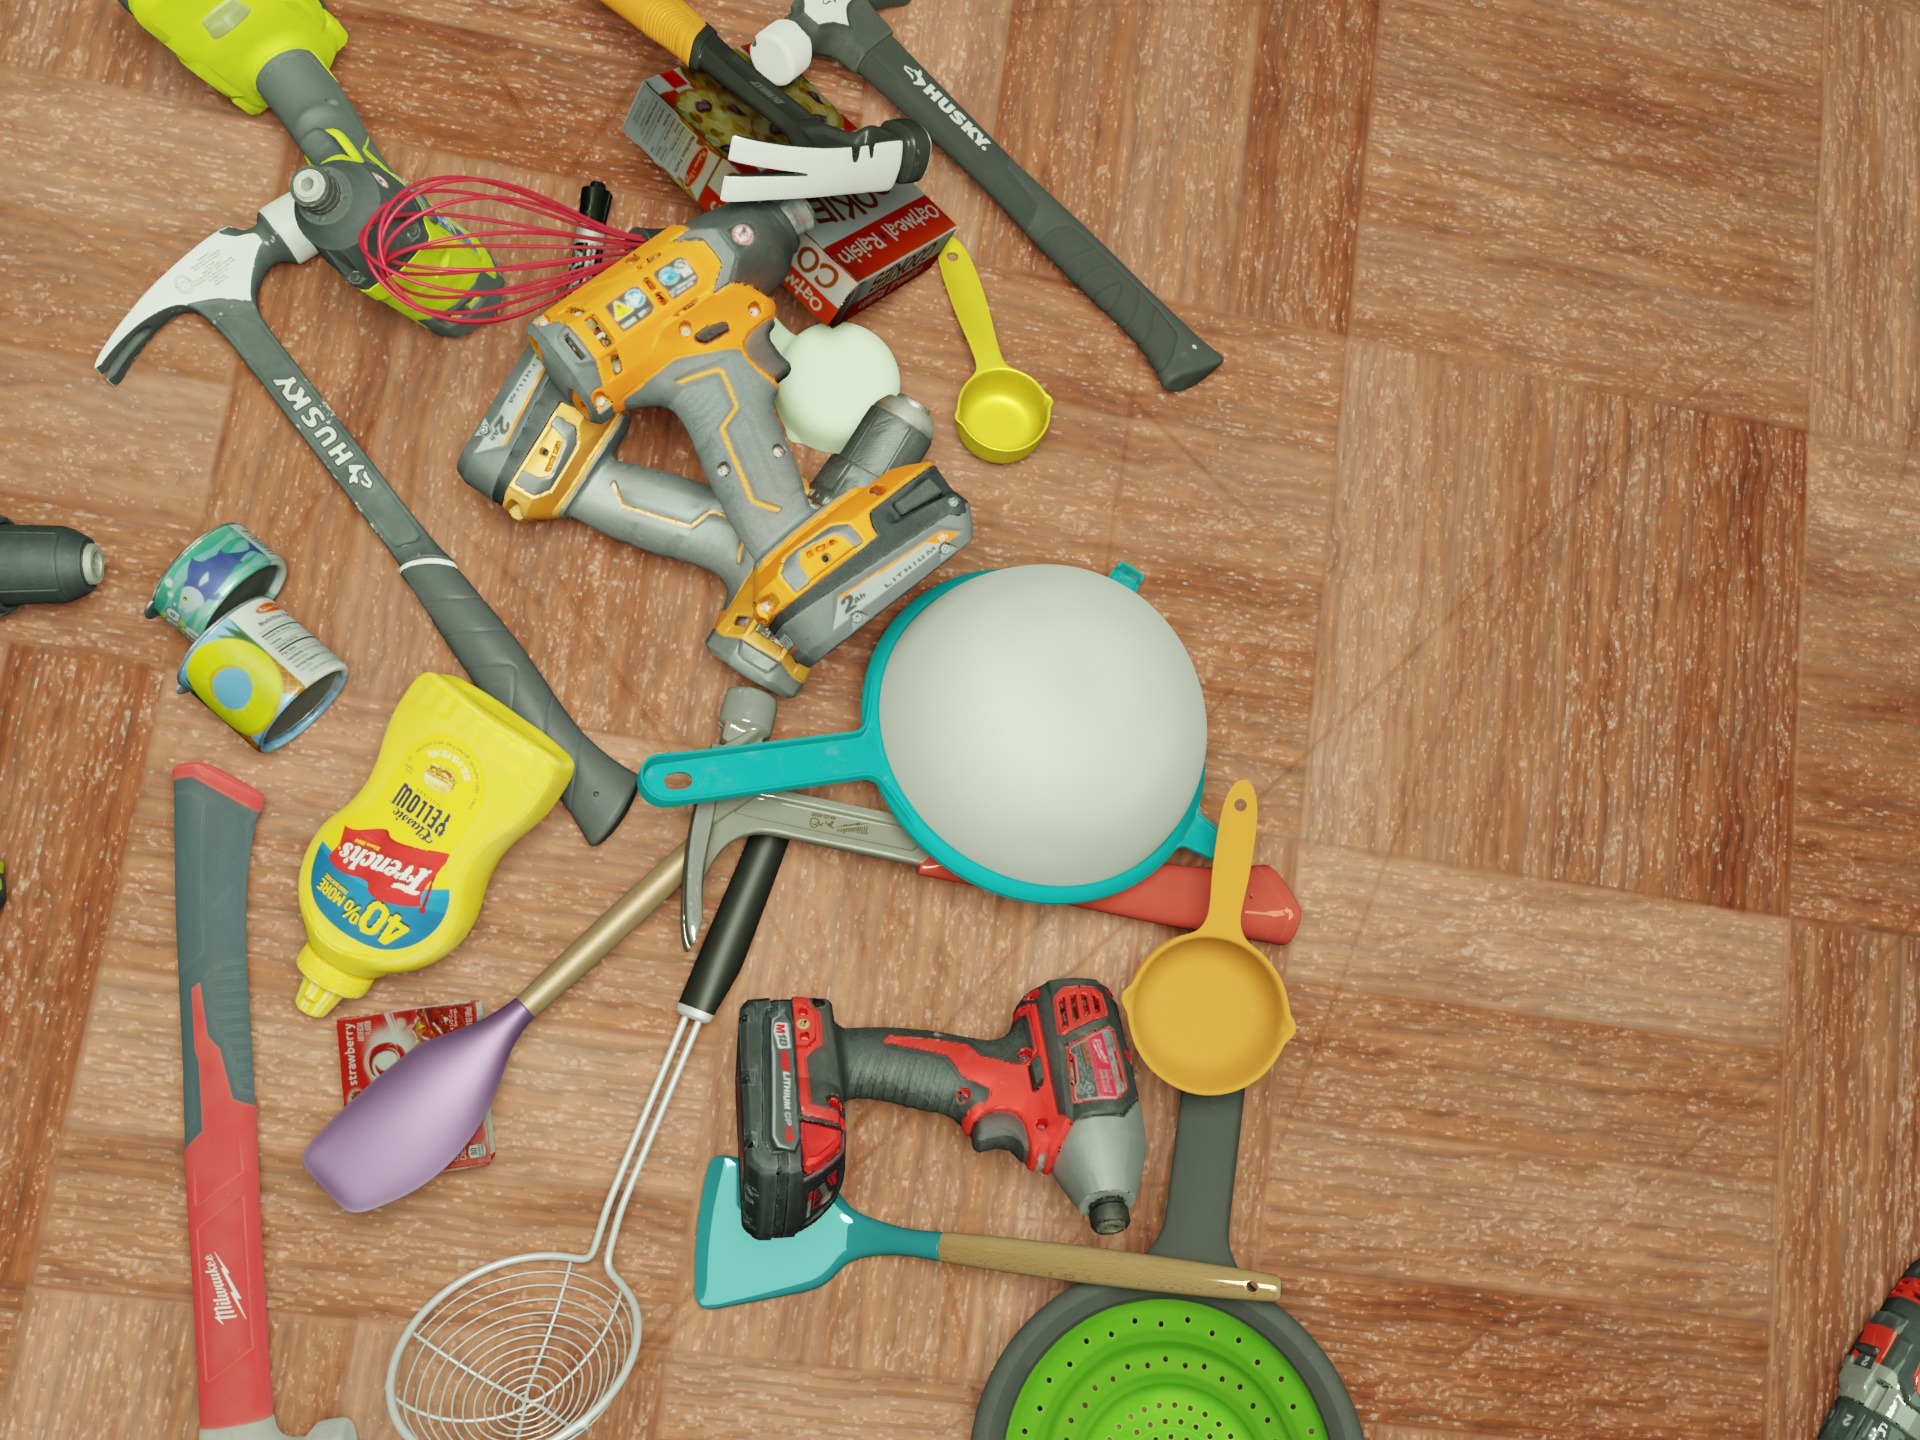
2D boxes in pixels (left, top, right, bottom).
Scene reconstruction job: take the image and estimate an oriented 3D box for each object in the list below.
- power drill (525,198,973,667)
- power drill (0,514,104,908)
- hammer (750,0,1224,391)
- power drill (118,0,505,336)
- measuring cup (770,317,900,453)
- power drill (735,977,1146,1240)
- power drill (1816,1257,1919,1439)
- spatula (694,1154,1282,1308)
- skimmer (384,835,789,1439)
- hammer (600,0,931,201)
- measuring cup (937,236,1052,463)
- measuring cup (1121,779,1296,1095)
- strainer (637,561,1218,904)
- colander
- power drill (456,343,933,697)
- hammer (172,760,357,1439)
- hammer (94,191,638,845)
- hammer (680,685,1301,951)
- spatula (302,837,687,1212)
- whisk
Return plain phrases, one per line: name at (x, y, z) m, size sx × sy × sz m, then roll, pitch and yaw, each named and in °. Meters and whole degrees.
power drill at (-0.094, -0.160, 0.835) m, size 0.164 × 0.084 × 0.226 m, roll -39°, pitch 94°, yaw -11°
power drill at (-0.556, -0.004, 0.827) m, size 0.190 × 0.080 × 0.229 m, roll -1°, pitch 79°, yaw -9°
hammer at (0.036, -0.330, 0.983) m, size 0.334 × 0.035 × 0.146 m, roll 43°, pitch 55°, yaw -7°
power drill at (-0.353, -0.324, 0.862) m, size 0.080 × 0.171 × 0.223 m, roll -37°, pitch 84°, yaw 5°
measuring cup at (-0.106, -0.233, 0.954) m, size 0.167 × 0.038 × 0.083 m, roll 44°, pitch 77°, yaw -3°
power drill at (-0.009, 0.214, 0.860) m, size 0.219 × 0.078 × 0.143 m, roll -1°, pitch 47°, yaw -11°
power drill at (0.621, 0.463, 0.953) m, size 0.226 × 0.080 × 0.188 m, roll 40°, pitch 77°, yaw 1°
spatula at (0.011, 0.290, 0.859) m, size 0.317 × 0.044 × 0.082 m, roll 1°, pitch 77°, yaw 17°
skimmer at (-0.180, 0.207, 0.849) m, size 0.127 × 0.090 × 0.363 m, roll 14°, pitch 74°, yaw 28°
hammer at (-0.165, -0.388, 0.894) m, size 0.127 × 0.034 × 0.337 m, roll -21°, pitch 55°, yaw -38°
measuring cup at (0.011, -0.229, 0.987) m, size 0.062 × 0.029 × 0.157 m, roll -13°, pitch 72°, yaw -11°
measuring cup at (0.144, 0.121, 0.894) m, size 0.095 × 0.052 × 0.174 m, roll 10°, pitch 82°, yaw 4°
strainer at (-0.001, -0.003, 0.864) m, size 0.340 × 0.095 × 0.211 m, roll -8°, pitch 69°, yaw -23°
colander at (0.127, 0.334, 0.886) m, size 0.204 × 0.094 × 0.397 m, roll 5°, pitch 61°, yaw 14°
power drill at (-0.141, -0.145, 0.902) m, size 0.226 × 0.084 × 0.185 m, roll 32°, pitch 91°, yaw -6°
hammer at (-0.406, 0.215, 0.837) m, size 0.143 × 0.038 × 0.386 m, roll -6°, pitch 82°, yaw -9°
hammer at (-0.319, -0.100, 0.902) m, size 0.149 × 0.036 × 0.409 m, roll -37°, pitch 89°, yaw -12°
hammer at (0.024, 0.090, 0.911) m, size 0.359 × 0.036 × 0.149 m, roll 13°, pitch 69°, yaw -12°
spatula at (-0.215, 0.140, 0.865) m, size 0.060 × 0.018 × 0.316 m, roll 44°, pitch 71°, yaw 3°
whisk at (-0.192, -0.258, 0.869) m, size 0.296 × 0.073 × 0.073 m, roll -20°, pitch 84°, yaw -48°
